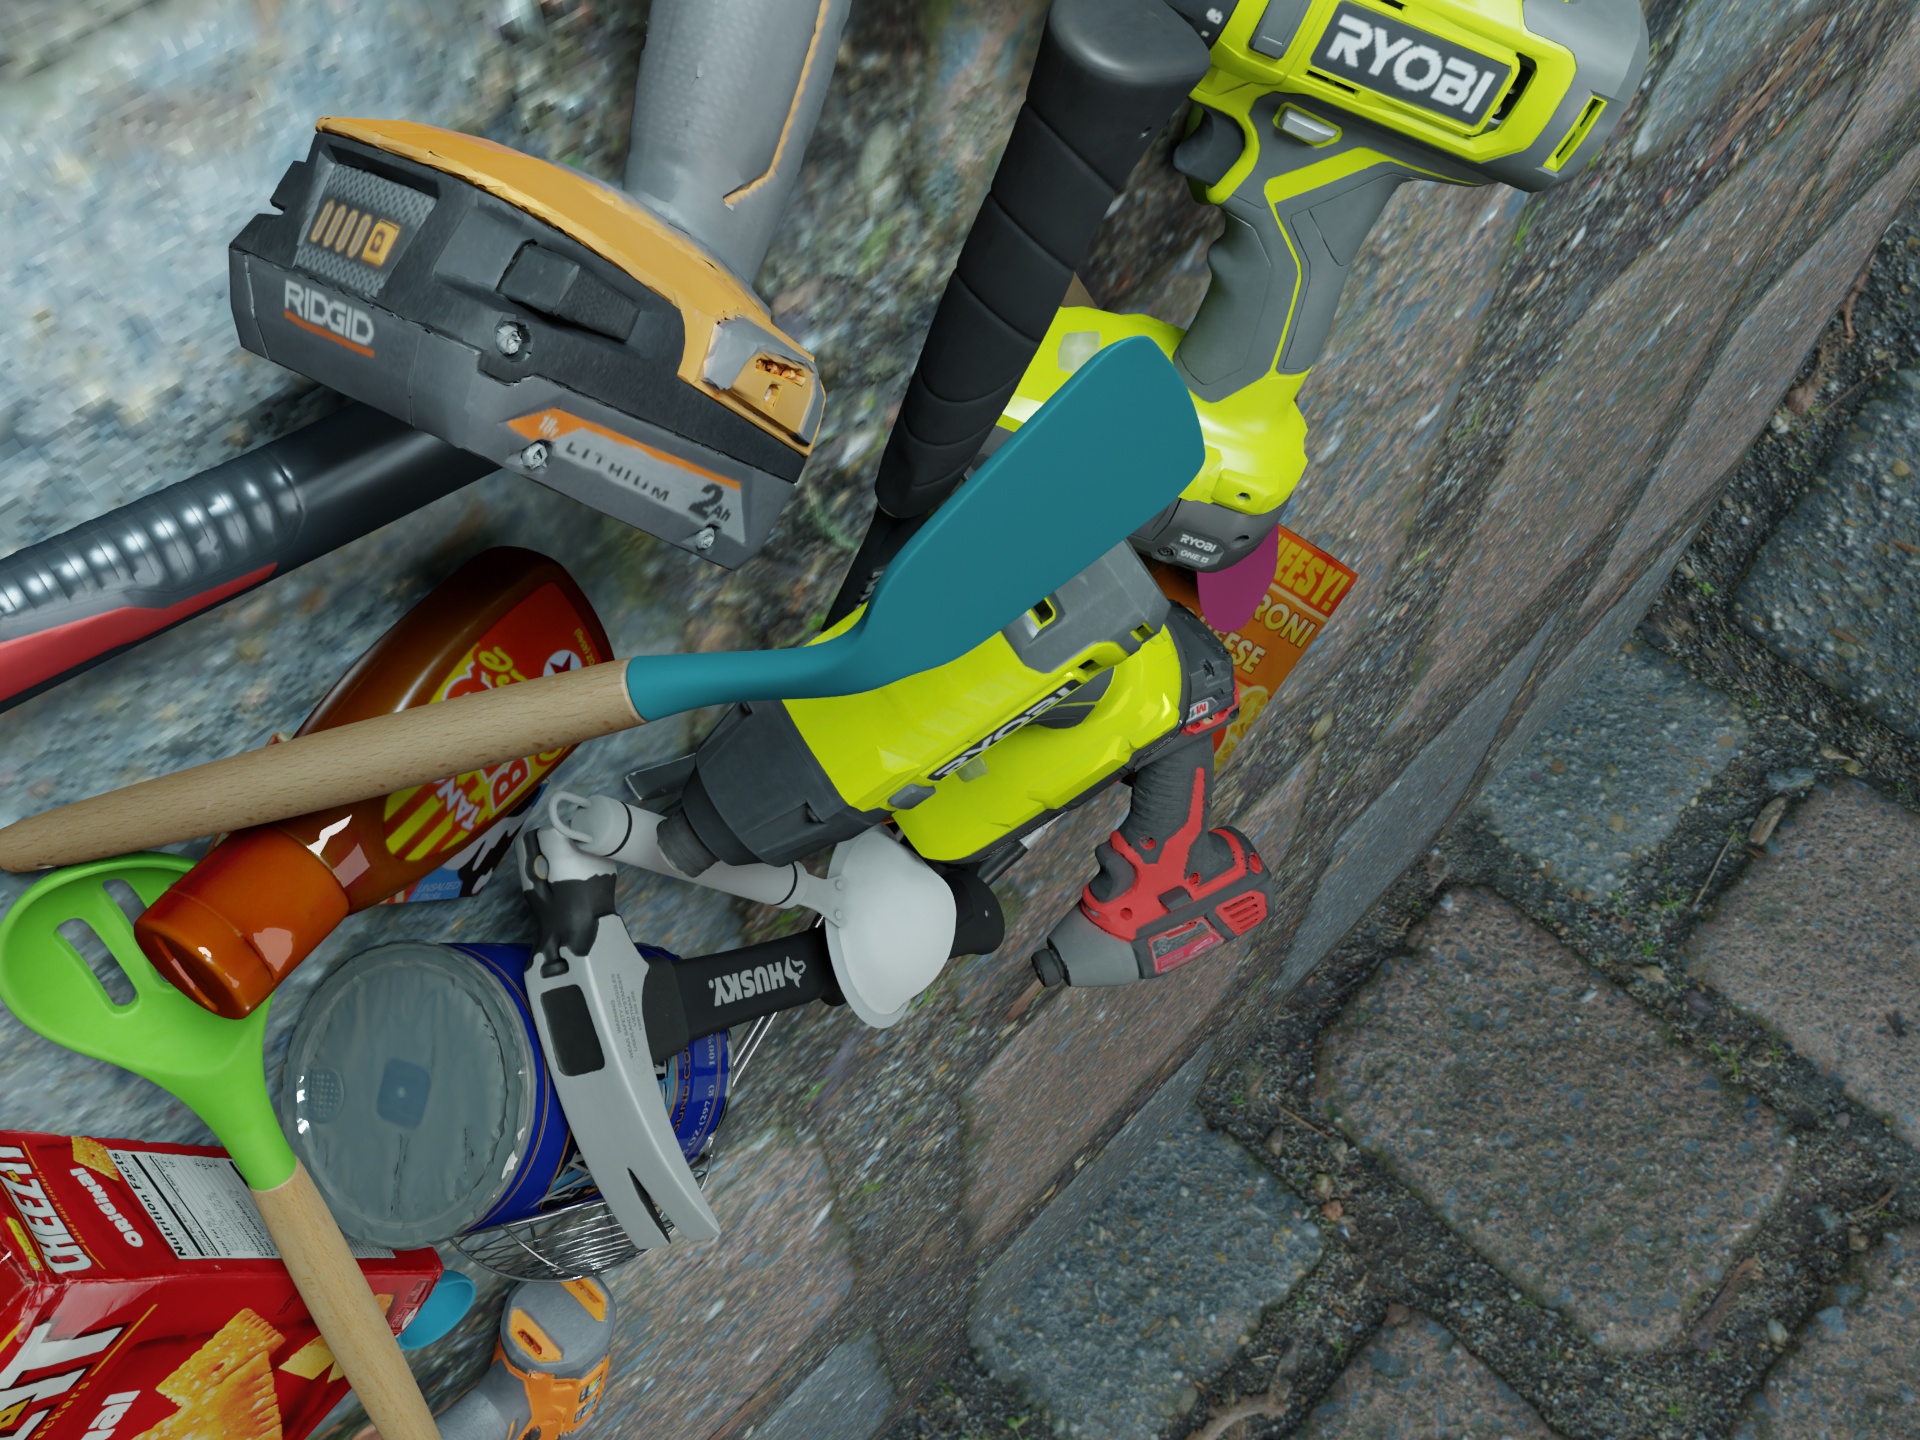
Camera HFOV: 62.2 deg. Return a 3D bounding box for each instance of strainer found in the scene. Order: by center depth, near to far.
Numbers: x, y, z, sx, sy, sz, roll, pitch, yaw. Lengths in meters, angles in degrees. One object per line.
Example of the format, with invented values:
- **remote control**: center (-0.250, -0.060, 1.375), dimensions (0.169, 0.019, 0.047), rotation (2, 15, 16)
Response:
- **strainer**: center (-0.061, 0.064, 0.600), dimensions (0.050, 0.087, 0.258), rotation (-11, 158, 29)

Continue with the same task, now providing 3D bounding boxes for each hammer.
- **hammer**: center (-0.225, 0.000, 0.352), dimensions (0.386, 0.038, 0.143), rotation (-35, 155, -32)
- **hammer**: center (-0.022, -0.065, 0.494), dimensions (0.149, 0.036, 0.408), rotation (-35, 172, -25)
- **hammer**: center (-0.057, 0.107, 0.668), dimensions (0.035, 0.146, 0.334), rotation (-17, 173, 23)

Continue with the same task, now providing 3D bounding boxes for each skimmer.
- **skimmer**: center (-0.112, 0.116, 0.773), dimensions (0.363, 0.090, 0.127), rotation (-58, 161, -7)

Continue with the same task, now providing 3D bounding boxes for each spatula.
- **spatula**: center (-0.097, -0.011, 0.369), dimensions (0.317, 0.044, 0.082), rotation (-13, 167, 15)

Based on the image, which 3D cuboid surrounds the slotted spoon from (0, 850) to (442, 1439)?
- **slotted spoon**: center (-0.211, 0.161, 0.504), dimensions (0.070, 0.031, 0.313), rotation (-19, 125, -16)

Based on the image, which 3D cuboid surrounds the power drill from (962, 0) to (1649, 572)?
- **power drill**: center (0.074, -0.166, 0.515), dimensions (0.228, 0.190, 0.080), rotation (118, -13, -48)

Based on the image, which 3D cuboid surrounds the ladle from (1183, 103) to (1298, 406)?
- **ladle**: center (0.149, -0.200, 0.727), dimensions (0.078, 0.062, 0.320), rotation (-37, 161, 3)

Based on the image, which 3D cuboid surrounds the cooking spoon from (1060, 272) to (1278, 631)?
- **cooking spoon**: center (0.092, -0.120, 0.716), dimensions (0.069, 0.017, 0.318), rotation (-58, 148, -5)

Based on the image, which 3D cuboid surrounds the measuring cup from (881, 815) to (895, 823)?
- **measuring cup**: center (-0.040, 0.021, 0.719), dimensions (0.173, 0.052, 0.095), rotation (-20, -179, -5)

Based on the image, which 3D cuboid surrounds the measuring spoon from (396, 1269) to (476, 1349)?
- **measuring spoon**: center (-0.258, 0.250, 0.733), dimensions (0.042, 0.021, 0.128), rotation (-37, 146, -28)

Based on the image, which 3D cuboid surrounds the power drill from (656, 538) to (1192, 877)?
- **power drill**: center (-0.001, -0.002, 0.561), dimensions (0.171, 0.080, 0.223), rotation (-34, 169, 10)

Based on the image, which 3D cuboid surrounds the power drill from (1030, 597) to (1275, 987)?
- **power drill**: center (0.090, 0.054, 0.853), dimensions (0.143, 0.079, 0.219), rotation (-24, 130, -9)

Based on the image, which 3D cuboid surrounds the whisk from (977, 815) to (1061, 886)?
- **whisk**: center (0.061, 0.042, 0.957), dimensions (0.284, 0.070, 0.070), rotation (-45, 158, -2)

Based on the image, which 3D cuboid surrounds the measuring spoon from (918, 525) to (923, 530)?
- **measuring spoon**: center (-0.005, -0.051, 0.718), dimensions (0.034, 0.018, 0.124), rotation (-47, 159, -9)

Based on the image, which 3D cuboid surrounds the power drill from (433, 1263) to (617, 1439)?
- **power drill**: center (-0.284, 0.409, 0.851), dimensions (0.226, 0.084, 0.164), rotation (-36, 155, -40)

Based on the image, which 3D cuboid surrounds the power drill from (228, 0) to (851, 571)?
- **power drill**: center (-0.061, -0.161, 0.320), dimensions (0.226, 0.084, 0.185), rotation (-65, 154, 1)
